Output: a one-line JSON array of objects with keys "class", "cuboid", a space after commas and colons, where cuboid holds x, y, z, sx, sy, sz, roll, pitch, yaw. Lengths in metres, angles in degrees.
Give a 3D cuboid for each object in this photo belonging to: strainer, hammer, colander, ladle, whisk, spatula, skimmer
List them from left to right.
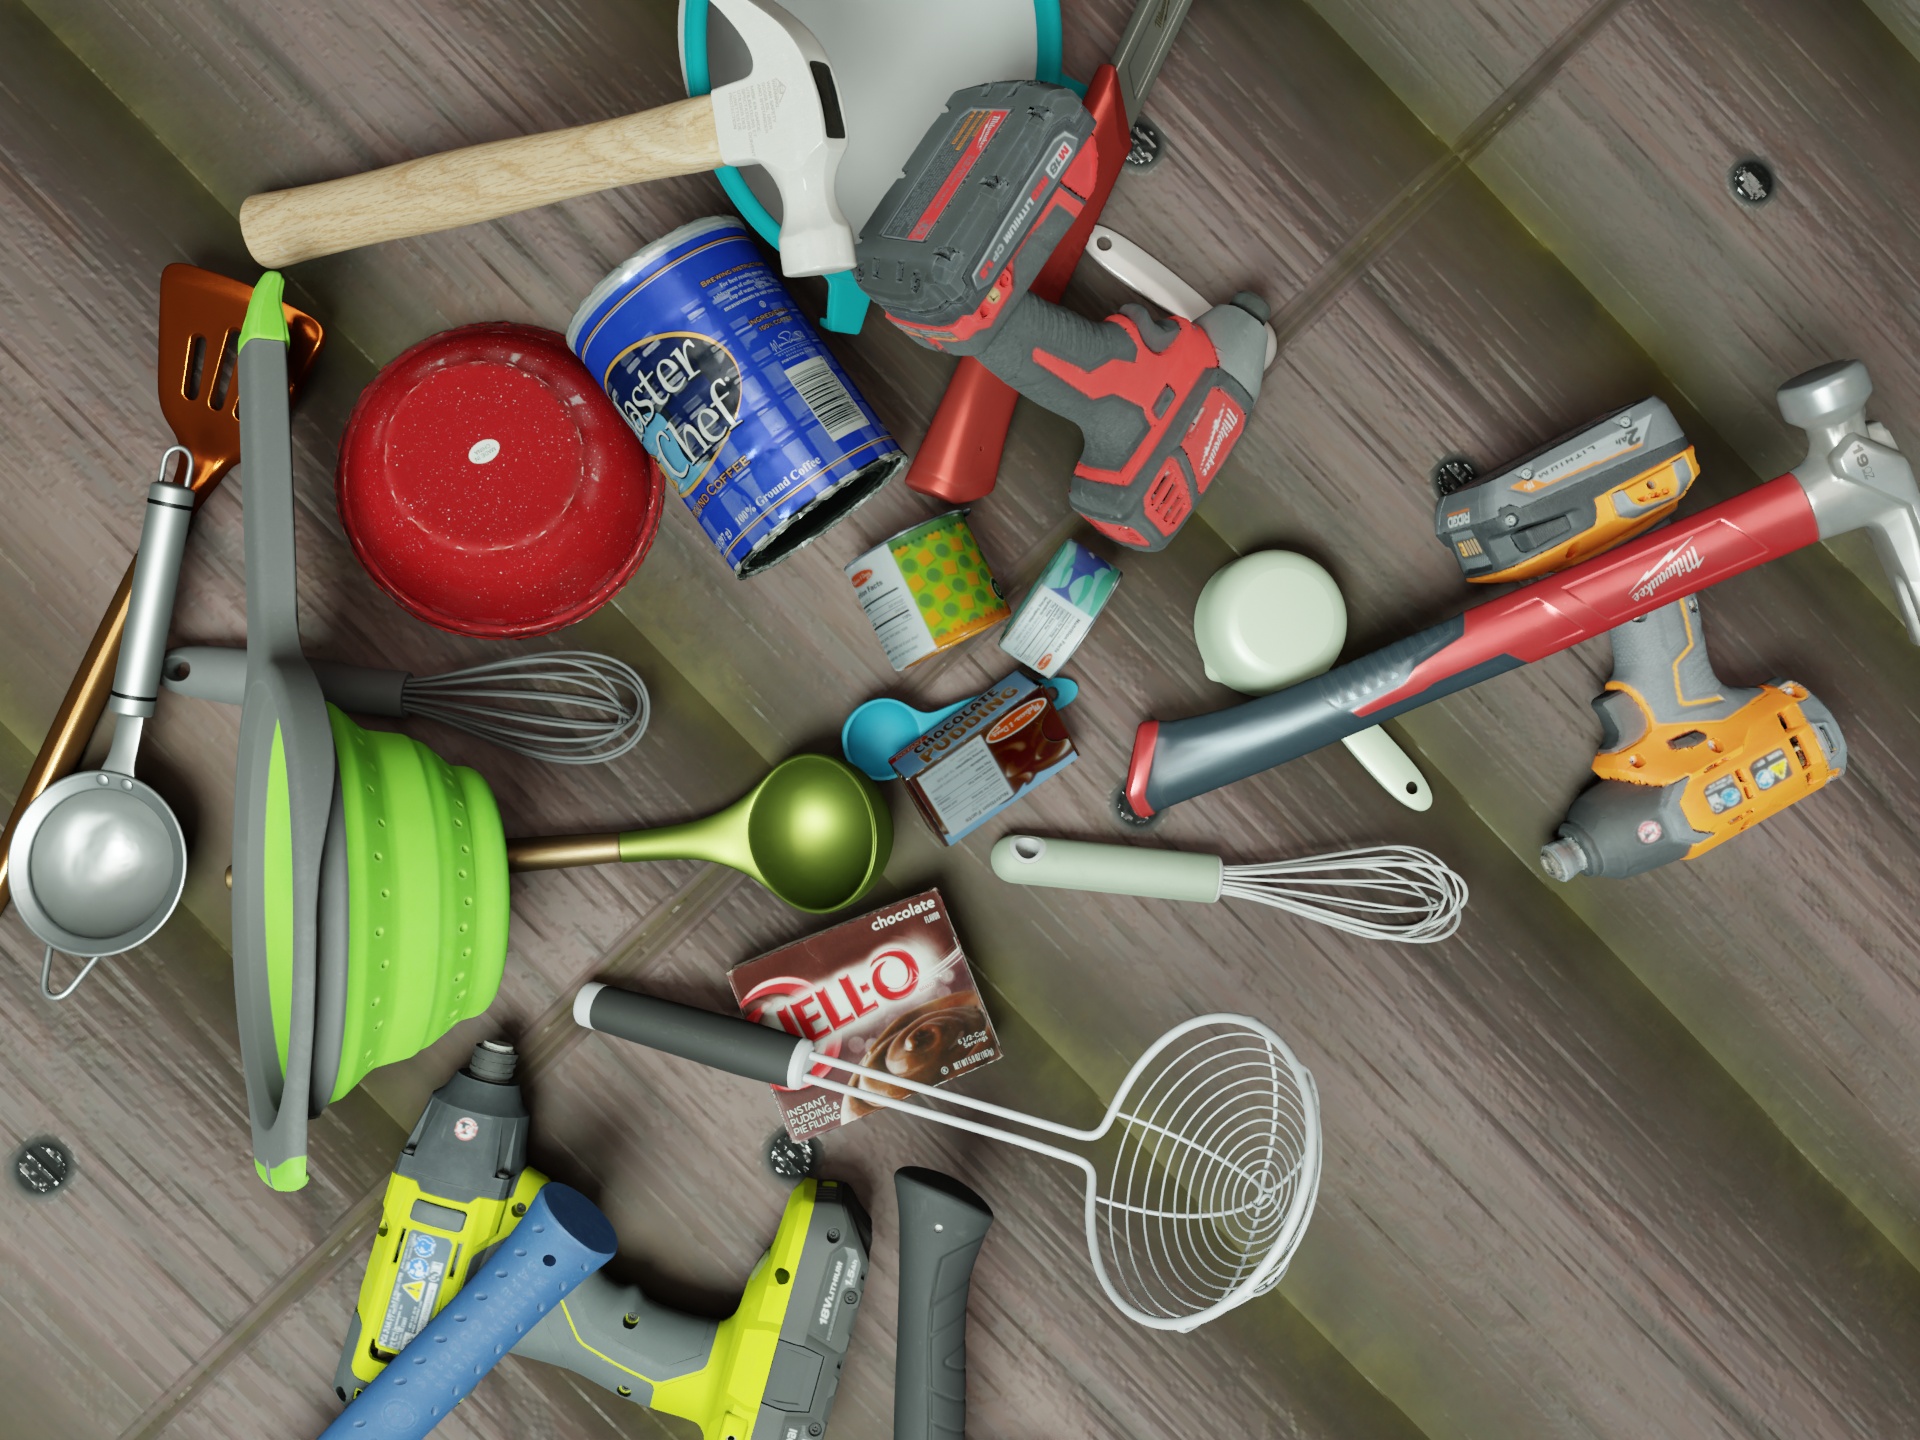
[{"class": "spatula", "cuboid": [-0.398, -0.056, 0.755, 0.081, 0.041, 0.322, 23, 85, -6]}, {"class": "strainer", "cuboid": [-0.382, 0.000, 0.737, 0.087, 0.050, 0.258, 13, 94, 5]}, {"class": "hammer", "cuboid": [-0.297, 0.360, 0.697, 0.144, 0.035, 0.405, 44, 96, -3]}, {"class": "colander", "cuboid": [-0.261, -0.004, 0.699, 0.094, 0.204, 0.397, 0, 78, -31]}, {"class": "whisk", "cuboid": [-0.268, -0.015, 0.766, 0.239, 0.055, 0.055, 6, 85, -2]}, {"class": "hammer", "cuboid": [-0.198, -0.245, 0.707, 0.331, 0.031, 0.130, -1, 105, 27]}, {"class": "ladle", "cuboid": [-0.192, 0.064, 0.765, 0.320, 0.062, 0.078, -4, 88, -5]}, {"class": "strainer", "cuboid": [-0.087, -0.364, 0.731, 0.211, 0.095, 0.340, -47, 129, -15]}, {"class": "skimmer", "cuboid": [-0.025, 0.157, 0.687, 0.363, 0.090, 0.127, 11, 69, 21]}, {"class": "hammer", "cuboid": [-0.021, 0.368, 0.712, 0.146, 0.035, 0.335, 2, 90, 2]}, {"class": "hammer", "cuboid": [0.056, -0.278, 0.794, 0.149, 0.037, 0.359, 25, 91, -41]}, {"class": "whisk", "cuboid": [0.138, 0.082, 0.811, 0.246, 0.059, 0.058, 6, 49, -3]}, {"class": "hammer", "cuboid": [0.265, -0.026, 0.772, 0.386, 0.038, 0.143, -24, 99, 12]}]

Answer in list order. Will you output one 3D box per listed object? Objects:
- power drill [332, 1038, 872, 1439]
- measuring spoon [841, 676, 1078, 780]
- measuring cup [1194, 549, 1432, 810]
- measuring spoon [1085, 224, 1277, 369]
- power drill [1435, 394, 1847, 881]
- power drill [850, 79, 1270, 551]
[{"class": "power drill", "cuboid": [-0.160, 0.257, 0.746, 0.223, 0.080, 0.171, 16, 85, -2]}, {"class": "measuring spoon", "cuboid": [-0.001, -0.003, 0.814, 0.128, 0.021, 0.042, -15, 105, -17]}, {"class": "measuring cup", "cuboid": [0.193, -0.018, 0.824, 0.083, 0.038, 0.167, -42, 90, -8]}, {"class": "measuring spoon", "cuboid": [0.115, -0.226, 0.840, 0.124, 0.018, 0.034, 34, 83, -3]}, {"class": "power drill", "cuboid": [0.339, -0.033, 0.825, 0.164, 0.084, 0.226, -28, 93, -6]}, {"class": "power drill", "cuboid": [0.064, -0.192, 0.760, 0.219, 0.079, 0.143, 37, 85, -40]}]
